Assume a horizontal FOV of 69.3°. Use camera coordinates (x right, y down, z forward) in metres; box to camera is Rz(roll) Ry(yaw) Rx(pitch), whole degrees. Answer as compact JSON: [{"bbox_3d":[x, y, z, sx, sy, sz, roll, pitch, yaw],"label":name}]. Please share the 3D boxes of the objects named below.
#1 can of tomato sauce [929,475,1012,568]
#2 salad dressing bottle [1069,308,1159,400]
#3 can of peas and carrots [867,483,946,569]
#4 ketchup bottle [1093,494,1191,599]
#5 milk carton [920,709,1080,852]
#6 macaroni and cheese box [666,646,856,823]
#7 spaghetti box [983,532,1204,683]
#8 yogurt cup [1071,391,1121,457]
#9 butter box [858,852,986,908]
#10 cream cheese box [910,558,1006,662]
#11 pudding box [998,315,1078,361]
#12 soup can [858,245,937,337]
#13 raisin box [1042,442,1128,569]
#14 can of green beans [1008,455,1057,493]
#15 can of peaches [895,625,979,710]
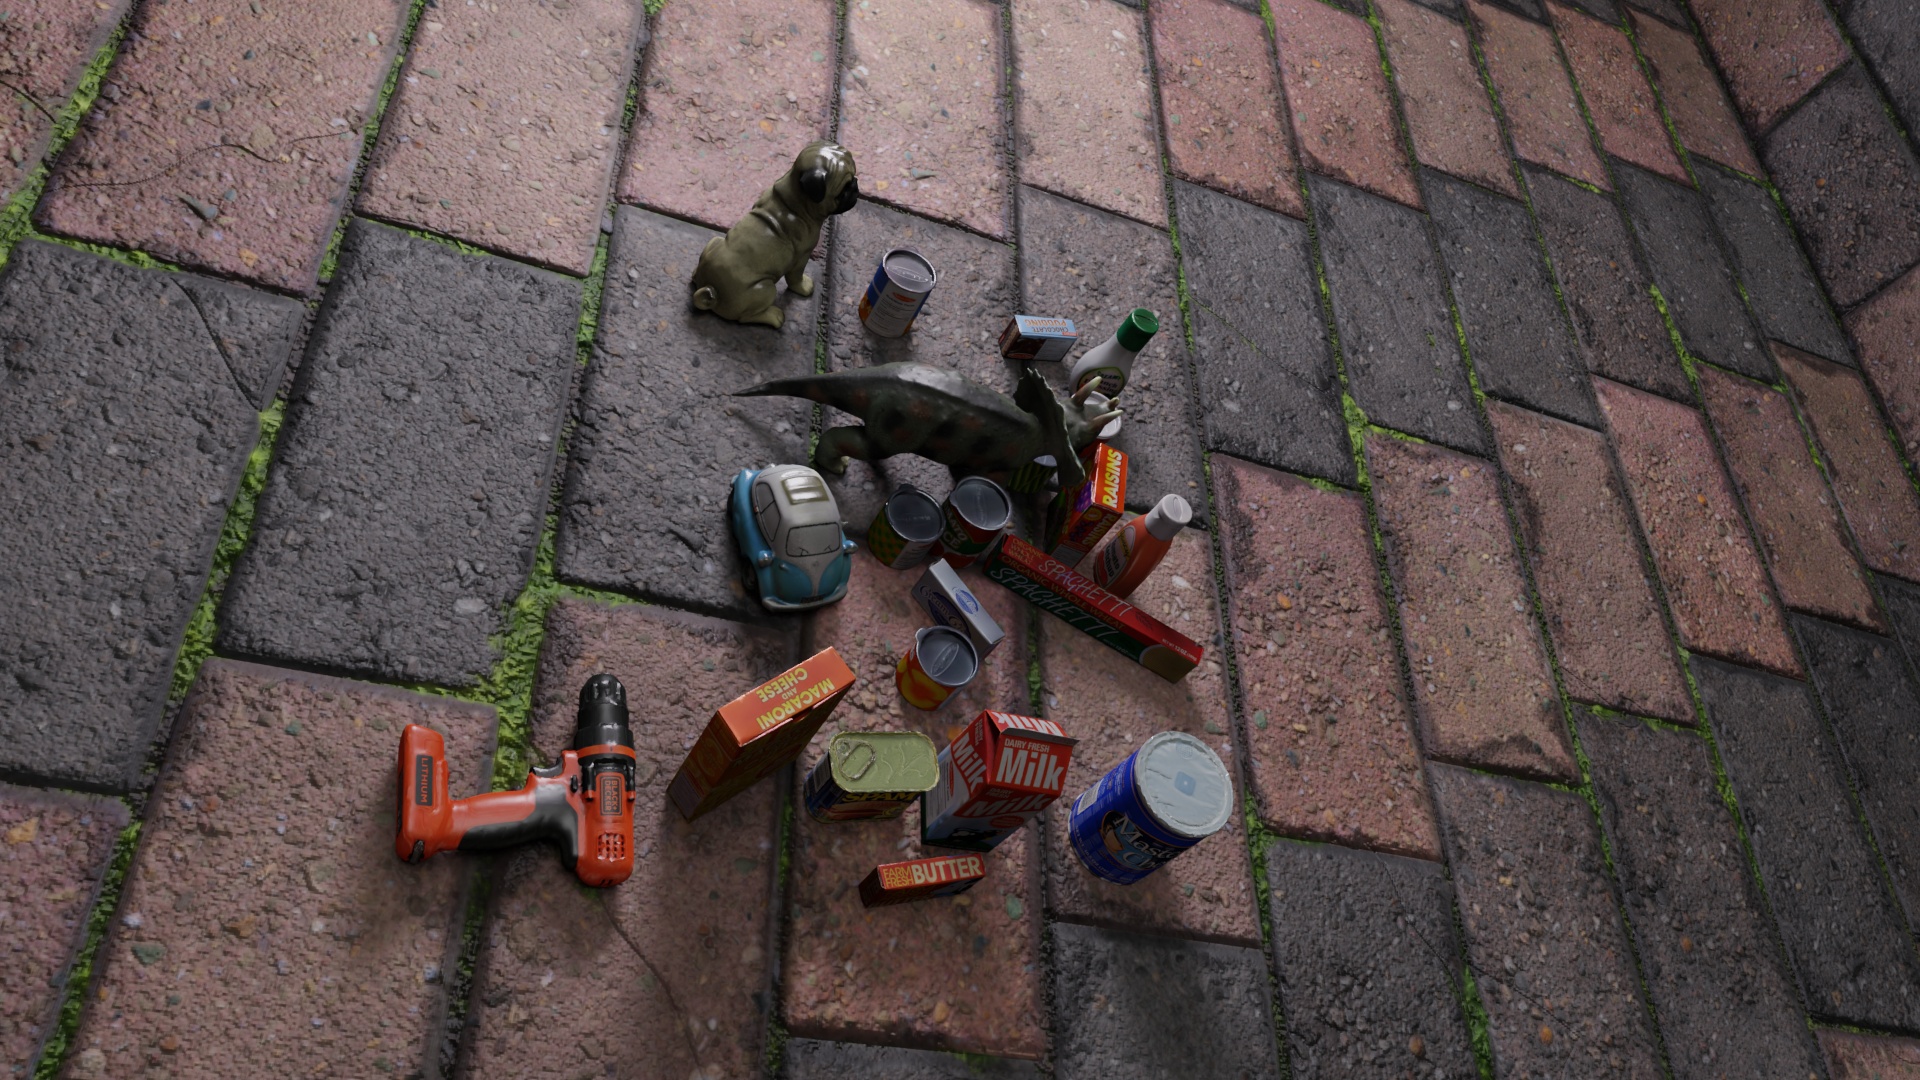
[{"bbox_3d":[0.005,-0.018,1.453,0.071,0.082,0.071,14,54,-19],"label":"can of tomato sauce"},{"bbox_3d":[0.181,-0.214,1.636,0.064,0.147,0.044,18,52,-16],"label":"salad dressing bottle"},{"bbox_3d":[-0.057,-0.014,1.433,0.071,0.058,0.071,14,54,-19],"label":"can of peas and carrots"},{"bbox_3d":[0.196,0.004,1.495,0.043,0.148,0.065,11,55,-21],"label":"ketchup bottle"},{"bbox_3d":[0.033,0.210,1.242,0.072,0.189,0.074,12,54,-21],"label":"milk carton"},{"bbox_3d":[-0.170,0.167,1.181,0.124,0.165,0.040,-28,75,-38],"label":"macaroni and cheese box"},{"bbox_3d":[0.141,0.074,1.484,0.250,0.050,0.029,30,50,-7],"label":"spaghetti box"},{"bbox_3d":[0.147,-0.134,1.625,0.072,0.053,0.073,14,54,-19],"label":"yogurt cup"},{"bbox_3d":[-0.034,0.302,1.235,0.104,0.053,0.024,-1,59,-28],"label":"butter box"},{"bbox_3d":[-0.003,0.074,1.406,0.024,0.053,0.104,-30,76,-38],"label":"cream cheese box"},{"bbox_3d":[0.094,-0.243,1.674,0.084,0.049,0.030,-1,60,-28],"label":"pudding box"},{"bbox_3d":[-0.072,-0.285,1.593,0.071,0.083,0.072,14,54,-19],"label":"soup can"},{"bbox_3d":[0.134,-0.035,1.506,0.040,0.122,0.086,22,51,-14],"label":"raisin box"},{"bbox_3d":[0.080,-0.095,1.561,0.071,0.057,0.071,14,54,-19],"label":"can of green beans"},{"bbox_3d":[-0.025,0.124,1.357,0.071,0.057,0.071,14,54,-19],"label":"can of peaches"}]
